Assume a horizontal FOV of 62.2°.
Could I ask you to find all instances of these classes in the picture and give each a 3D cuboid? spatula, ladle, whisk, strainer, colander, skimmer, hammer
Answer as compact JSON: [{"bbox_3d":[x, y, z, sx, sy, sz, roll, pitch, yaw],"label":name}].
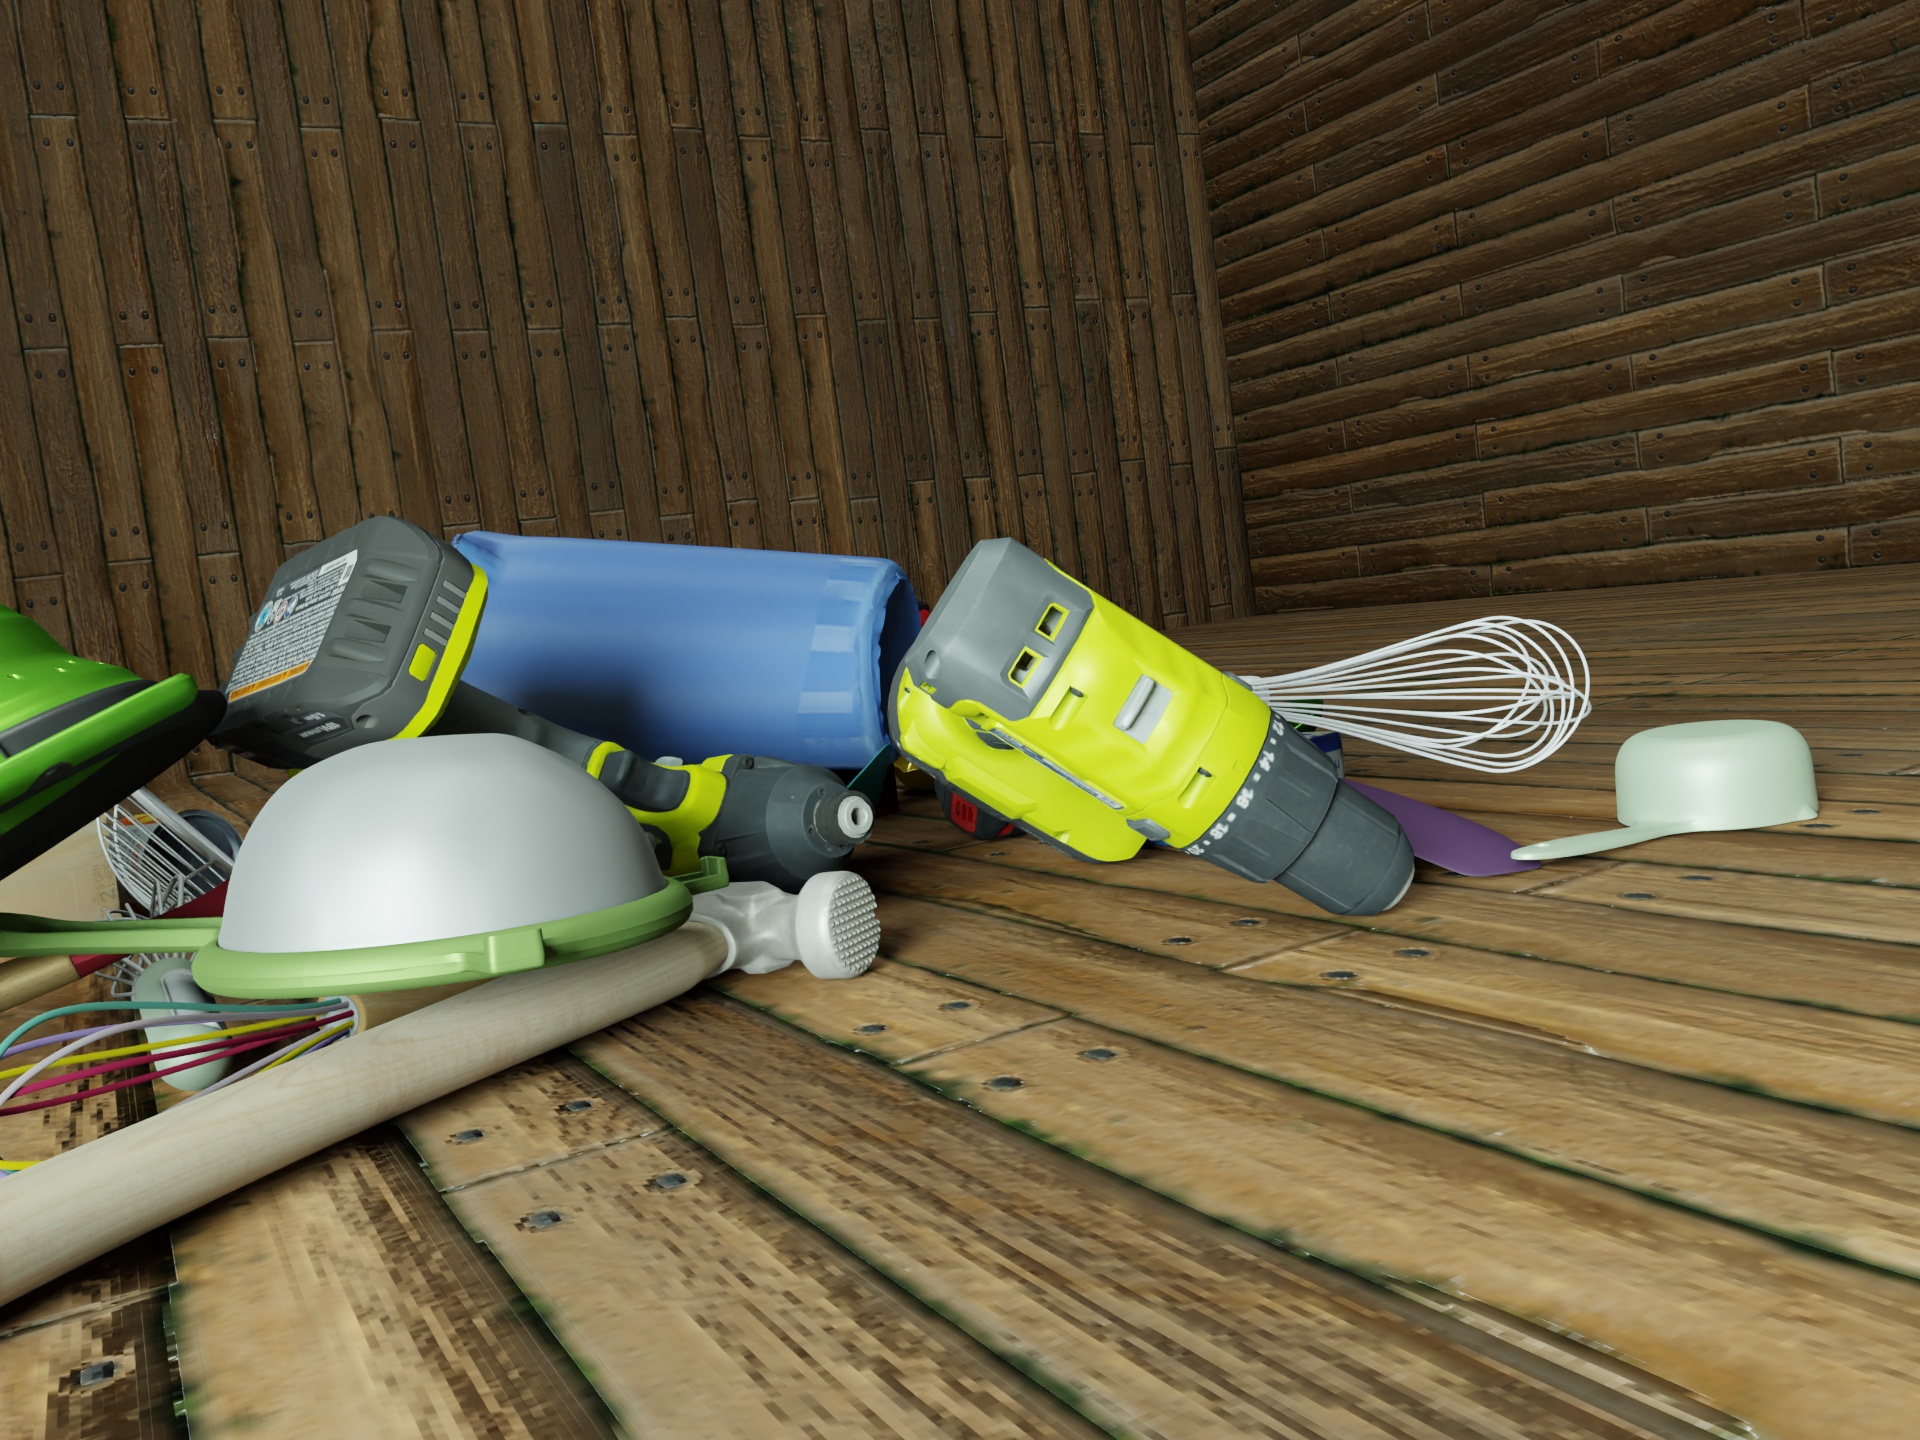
[{"bbox_3d":[-0.103,0.057,0.847,0.082,0.044,0.317,-49,16,-17],"label":"spatula"},{"bbox_3d":[-0.341,0.096,0.565,0.315,0.031,0.069,-22,17,-20],"label":"ladle"},{"bbox_3d":[-0.313,0.103,0.631,0.057,0.059,0.246,22,-7,-30],"label":"whisk"},{"bbox_3d":[-0.214,0.042,0.514,0.256,0.069,0.151,-3,3,14],"label":"strainer"},{"bbox_3d":[0.163,-0.010,0.764,0.070,0.070,0.285,-12,8,-43],"label":"whisk"},{"bbox_3d":[-0.402,0.043,0.543,0.397,0.094,0.204,-26,11,39],"label":"colander"},{"bbox_3d":[-0.311,0.058,0.909,0.127,0.090,0.363,31,19,24],"label":"skimmer"},{"bbox_3d":[-0.184,0.106,0.439,0.146,0.038,0.410,-7,5,28],"label":"hammer"},{"bbox_3d":[0.130,0.016,0.727,0.059,0.018,0.316,-4,17,-31],"label":"spatula"},{"bbox_3d":[-0.224,0.101,0.529,0.047,0.051,0.245,-12,0,20],"label":"whisk"}]

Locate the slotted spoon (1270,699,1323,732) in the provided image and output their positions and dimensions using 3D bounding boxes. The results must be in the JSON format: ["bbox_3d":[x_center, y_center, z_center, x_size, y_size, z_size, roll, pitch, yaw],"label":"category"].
[{"bbox_3d":[0.094,0.022,1.077,0.314,0.031,0.070,-7,22,29],"label":"slotted spoon"}]

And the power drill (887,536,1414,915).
[{"bbox_3d":[0.061,0.012,0.632,0.190,0.080,0.228,32,-7,-7],"label":"power drill"}]

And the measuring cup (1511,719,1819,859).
[{"bbox_3d":[0.275,0.026,0.635,0.167,0.038,0.083,-8,4,-33],"label":"measuring cup"}]

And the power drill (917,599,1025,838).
[{"bbox_3d":[-0.001,-0.003,0.927,0.143,0.078,0.220,-13,29,-42],"label":"power drill"}]

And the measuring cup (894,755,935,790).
[{"bbox_3d":[0.022,0.030,1.086,0.156,0.029,0.062,8,47,28],"label":"measuring cup"}]

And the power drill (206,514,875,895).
[{"bbox_3d":[-0.154,0.012,0.620,0.223,0.080,0.171,30,-27,-36],"label":"power drill"}]
